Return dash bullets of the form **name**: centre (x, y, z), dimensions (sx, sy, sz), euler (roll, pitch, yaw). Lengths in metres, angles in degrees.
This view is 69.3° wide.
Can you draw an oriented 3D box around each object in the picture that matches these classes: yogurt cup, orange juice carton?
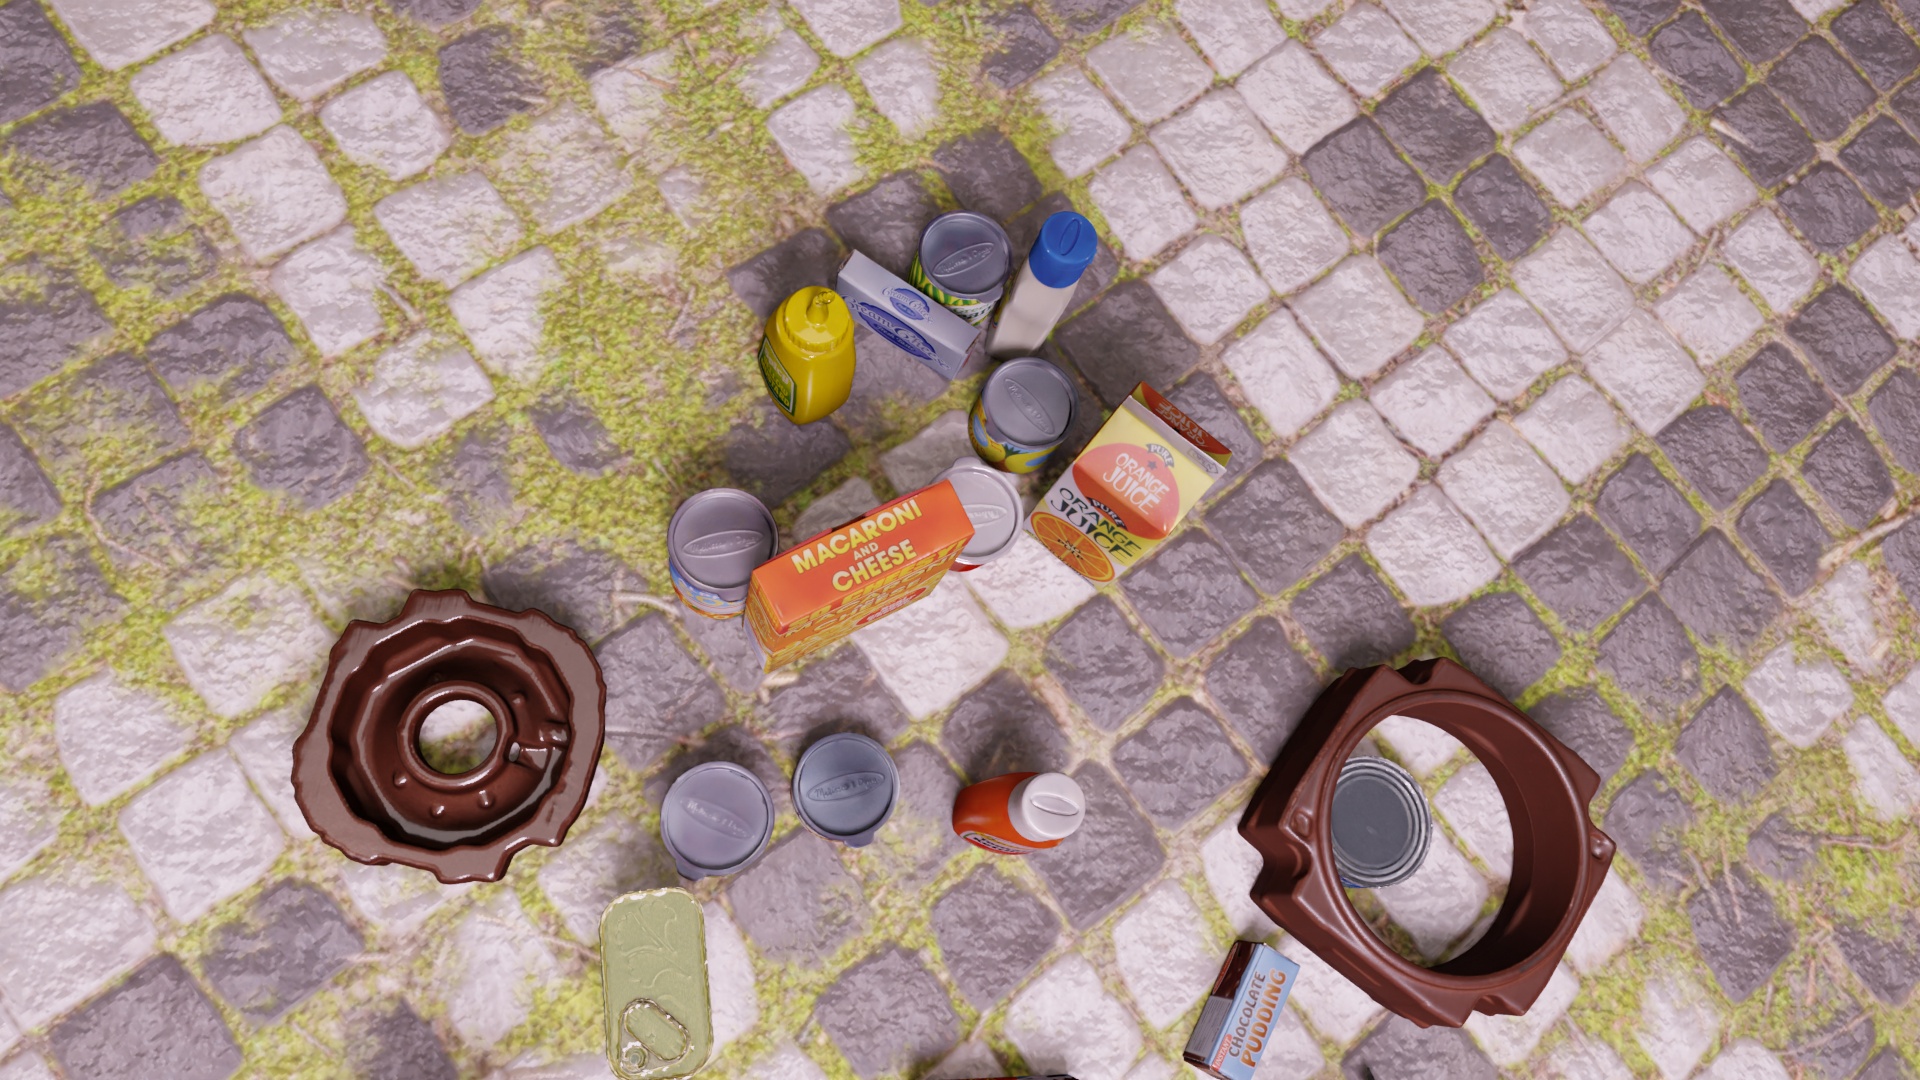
- **yogurt cup**: centre (0.003, -0.011, 0.917), dimensions (0.072, 0.053, 0.072), euler (3, 74, -10)
- **orange juice carton**: centre (0.105, -0.036, 0.870), dimensions (0.072, 0.192, 0.073), euler (40, 72, 1)

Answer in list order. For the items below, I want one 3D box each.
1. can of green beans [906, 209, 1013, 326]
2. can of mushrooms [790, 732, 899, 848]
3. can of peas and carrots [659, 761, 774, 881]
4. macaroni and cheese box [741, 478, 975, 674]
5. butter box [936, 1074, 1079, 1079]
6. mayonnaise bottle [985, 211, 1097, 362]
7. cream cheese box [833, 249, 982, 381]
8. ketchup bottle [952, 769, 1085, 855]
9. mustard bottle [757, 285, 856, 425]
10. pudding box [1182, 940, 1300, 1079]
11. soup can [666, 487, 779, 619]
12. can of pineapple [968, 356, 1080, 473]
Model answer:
- **can of green beans**: centre (-0.001, -0.186, 0.963), dimensions (0.071, 0.057, 0.071), euler (3, 74, -10)
- **can of mushrooms**: centre (-0.072, 0.157, 0.866), dimensions (0.071, 0.033, 0.071), euler (3, 74, -10)
- **can of peas and carrots**: centre (-0.147, 0.171, 0.835), dimensions (0.071, 0.058, 0.071), euler (3, 74, -10)
- **macaroni and cheese box**: centre (-0.067, 0.025, 0.834), dimensions (0.124, 0.166, 0.040), euler (-26, 81, -16)
- **butter box**: centre (0.021, 0.334, 0.825), dimensions (0.103, 0.053, 0.024), euler (2, 75, -10)
- **mayonnaise bottle**: centre (0.054, -0.168, 0.921), dimensions (0.041, 0.147, 0.065), euler (24, 72, -4)
- **cream cheese box**: centre (-0.038, -0.152, 0.948), dimensions (0.104, 0.053, 0.024), euler (33, 72, -1)
- **ketchup bottle**: centre (0.038, 0.161, 0.826), dimensions (0.065, 0.148, 0.043), euler (14, 73, -7)
- **mustard bottle**: centre (-0.095, -0.123, 0.873), dimensions (0.049, 0.159, 0.065), euler (-30, 83, -17)
- **pudding box**: centre (0.175, 0.294, 0.867), dimensions (0.030, 0.049, 0.084), euler (30, 72, -2)
- **soup can**: centre (-0.148, 0.013, 0.866), dimensions (0.071, 0.083, 0.071), euler (3, 75, -10)
- **can of pineapple**: centre (0.040, -0.083, 0.942), dimensions (0.071, 0.057, 0.071), euler (3, 74, -10)
